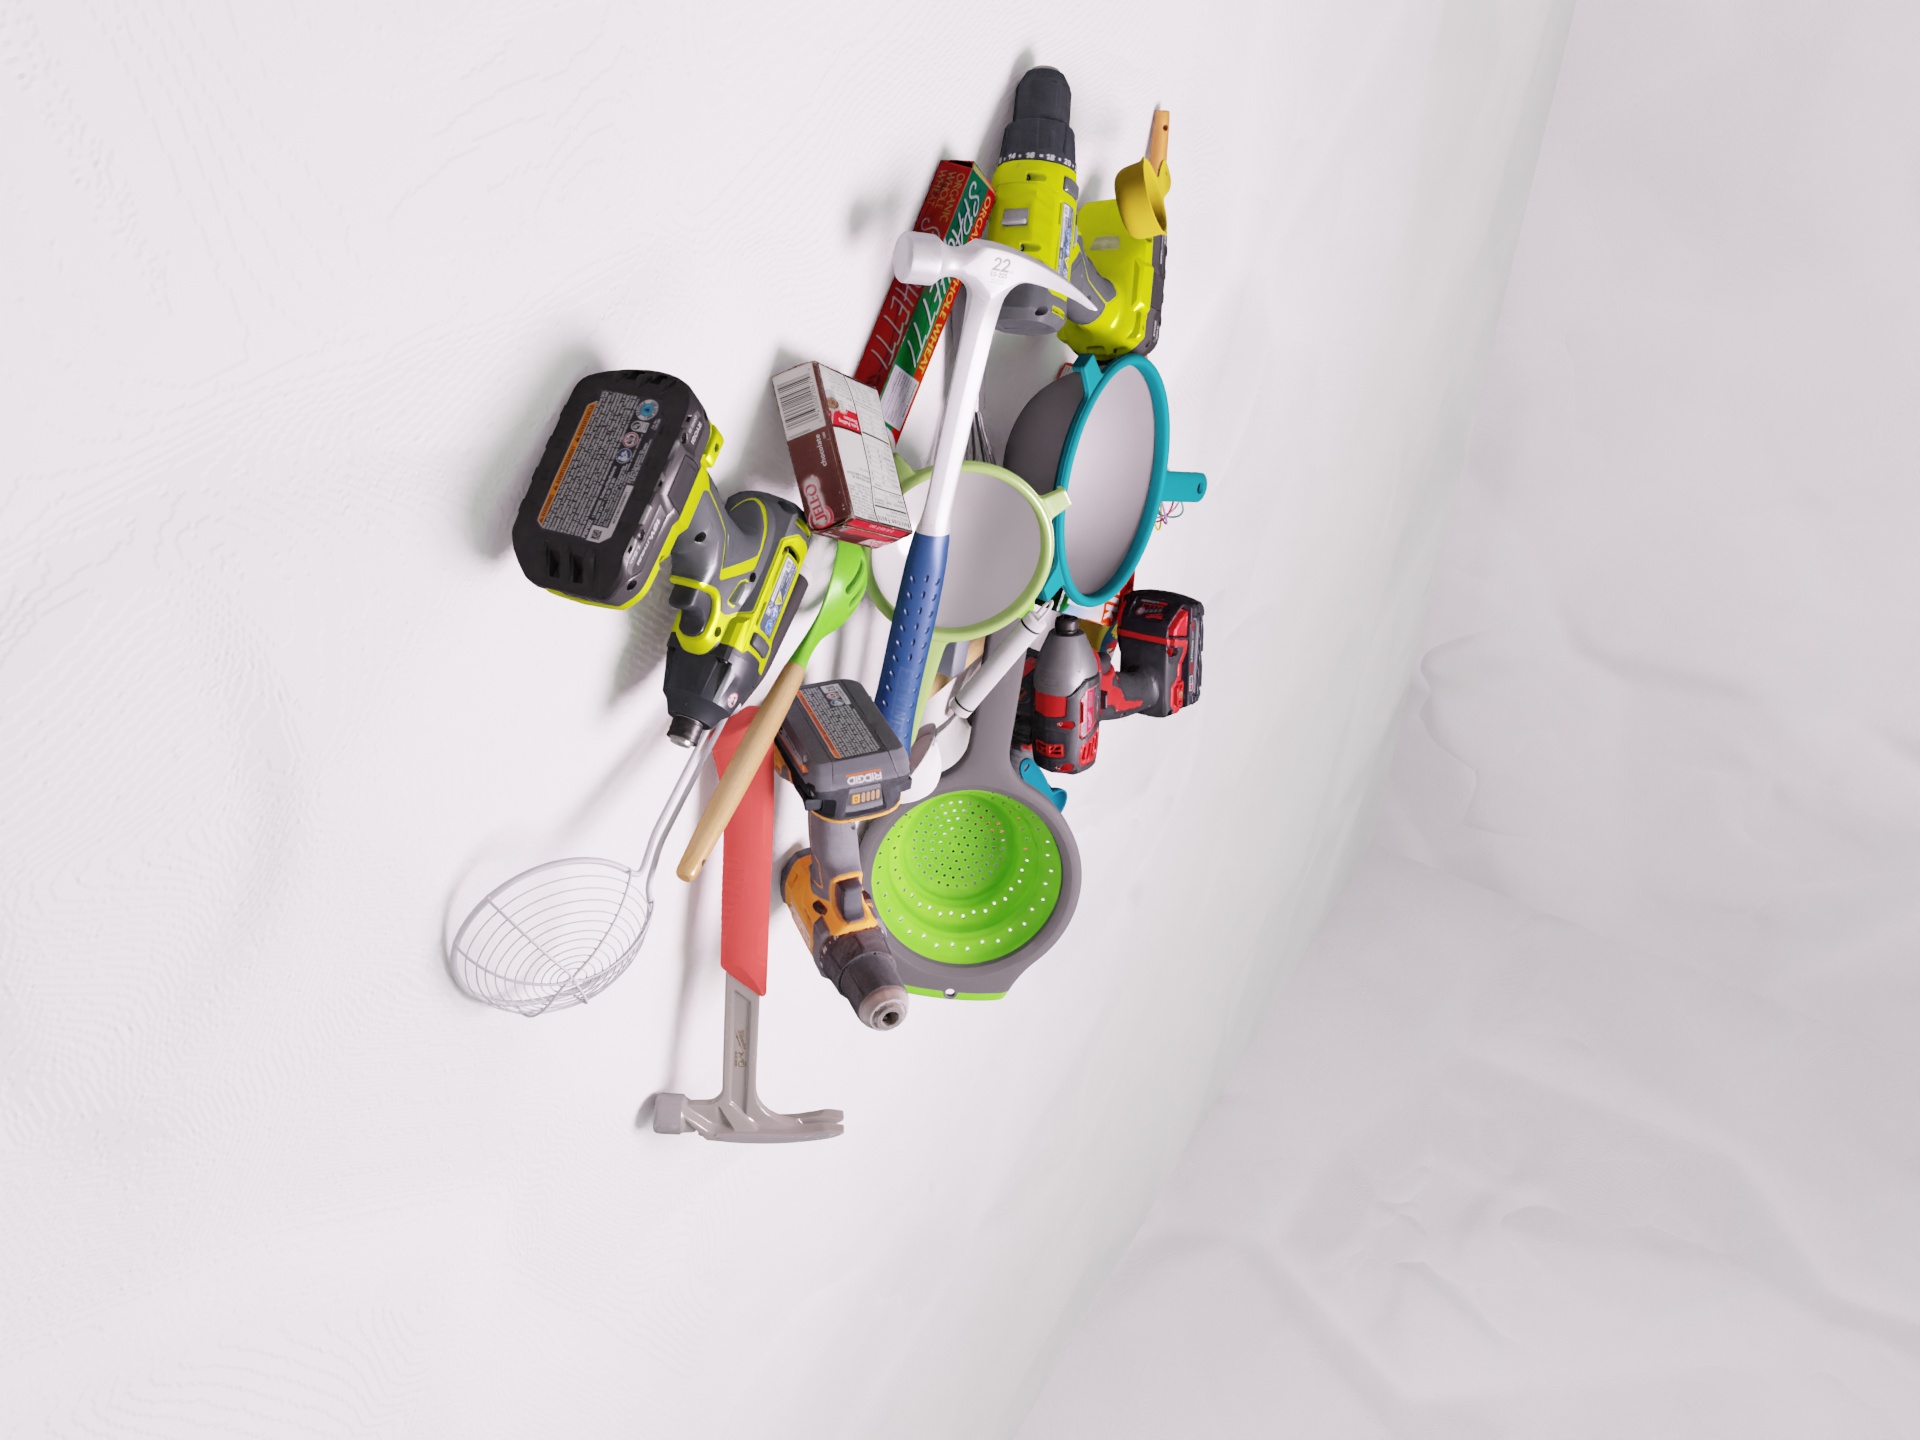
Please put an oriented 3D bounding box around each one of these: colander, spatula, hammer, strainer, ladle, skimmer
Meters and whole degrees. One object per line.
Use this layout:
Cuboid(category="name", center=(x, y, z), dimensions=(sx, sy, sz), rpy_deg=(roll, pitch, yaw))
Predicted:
Cuboid(category="colander", center=(0.015, 0.053, 1.425), dimensions=(0.095, 0.204, 0.397), rpy_deg=(-108, -154, -71))
Cuboid(category="spatula", center=(0.163, -0.390, 1.464), dimensions=(0.081, 0.041, 0.322), rpy_deg=(-8, 115, -28))
Cuboid(category="hammer", center=(-0.152, 0.161, 1.190), dimensions=(0.037, 0.149, 0.359), rpy_deg=(-104, -162, -67))
Cuboid(category="strainer", center=(0.122, -0.214, 1.391), dimensions=(0.340, 0.095, 0.211), rpy_deg=(-14, 116, -62))
Cuboid(category="ladle", center=(-0.025, -0.030, 1.390), dimensions=(0.315, 0.031, 0.069), rpy_deg=(-43, 157, -47))
Cuboid(category="strainer", center=(-0.021, -0.097, 1.262), dimensions=(0.069, 0.151, 0.256), rpy_deg=(-110, -147, -56))
Cuboid(category="strainer", center=(-0.002, -0.004, 1.301), dimensions=(0.258, 0.050, 0.087), rpy_deg=(-49, -165, 26))
Cuboid(category="skimmer", center=(-0.206, 0.031, 1.057), dimensions=(0.127, 0.090, 0.363), rpy_deg=(67, 39, -50))
Cuboid(category="hammer", center=(-0.012, -0.147, 1.166), dimensions=(0.144, 0.035, 0.405), rpy_deg=(1, 121, -22))

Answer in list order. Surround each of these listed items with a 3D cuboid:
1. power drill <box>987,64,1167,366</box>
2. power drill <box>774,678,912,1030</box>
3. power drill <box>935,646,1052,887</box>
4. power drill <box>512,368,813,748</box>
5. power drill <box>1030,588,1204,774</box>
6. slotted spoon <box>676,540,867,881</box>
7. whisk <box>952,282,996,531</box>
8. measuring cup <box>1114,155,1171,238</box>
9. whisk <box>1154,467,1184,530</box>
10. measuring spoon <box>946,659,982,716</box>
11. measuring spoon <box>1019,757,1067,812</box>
Cuboid(category="power drill", center=(0.089, -0.384, 1.250), dimensions=(0.228, 0.080, 0.190), rpy_deg=(4, 91, -64))
Cuboid(category="power drill", center=(-0.085, 0.107, 1.199), dimensions=(0.084, 0.186, 0.226), rpy_deg=(-11, 126, -20))
Cuboid(category="power drill", center=(0.039, 0.060, 1.550), dimensions=(0.188, 0.080, 0.226), rpy_deg=(-42, 149, -44))
Cuboid(category="power drill", center=(-0.169, -0.091, 0.953), dimensions=(0.223, 0.080, 0.171), rpy_deg=(55, 51, -65))
Cuboid(category="power drill", center=(0.141, -0.048, 1.480), dimensions=(0.219, 0.079, 0.143), rpy_deg=(-26, 122, -49))
Cuboid(category="slotted spoon", center=(-0.124, -0.015, 1.100), dimensions=(0.070, 0.031, 0.314), rpy_deg=(93, 16, -52))
Cuboid(category="whisk", center=(0.006, -0.249, 1.250), dimensions=(0.055, 0.055, 0.238), rpy_deg=(-40, 140, -46))
Cuboid(category="measuring cup", center=(0.148, -0.423, 1.267), dimensions=(0.157, 0.029, 0.062), rpy_deg=(-67, 139, -59))
Cuboid(category="whisk", center=(0.188, -0.272, 1.614), dimensions=(0.047, 0.051, 0.244), rpy_deg=(-54, 151, -16))
Cuboid(category="measuring spoon", center=(0.027, -0.050, 1.456), dimensions=(0.124, 0.018, 0.034), rpy_deg=(-55, 173, 11))
Cuboid(category="measuring spoon", center=(0.070, 0.062, 1.508), dimensions=(0.042, 0.021, 0.128), rpy_deg=(-52, 149, -11))
